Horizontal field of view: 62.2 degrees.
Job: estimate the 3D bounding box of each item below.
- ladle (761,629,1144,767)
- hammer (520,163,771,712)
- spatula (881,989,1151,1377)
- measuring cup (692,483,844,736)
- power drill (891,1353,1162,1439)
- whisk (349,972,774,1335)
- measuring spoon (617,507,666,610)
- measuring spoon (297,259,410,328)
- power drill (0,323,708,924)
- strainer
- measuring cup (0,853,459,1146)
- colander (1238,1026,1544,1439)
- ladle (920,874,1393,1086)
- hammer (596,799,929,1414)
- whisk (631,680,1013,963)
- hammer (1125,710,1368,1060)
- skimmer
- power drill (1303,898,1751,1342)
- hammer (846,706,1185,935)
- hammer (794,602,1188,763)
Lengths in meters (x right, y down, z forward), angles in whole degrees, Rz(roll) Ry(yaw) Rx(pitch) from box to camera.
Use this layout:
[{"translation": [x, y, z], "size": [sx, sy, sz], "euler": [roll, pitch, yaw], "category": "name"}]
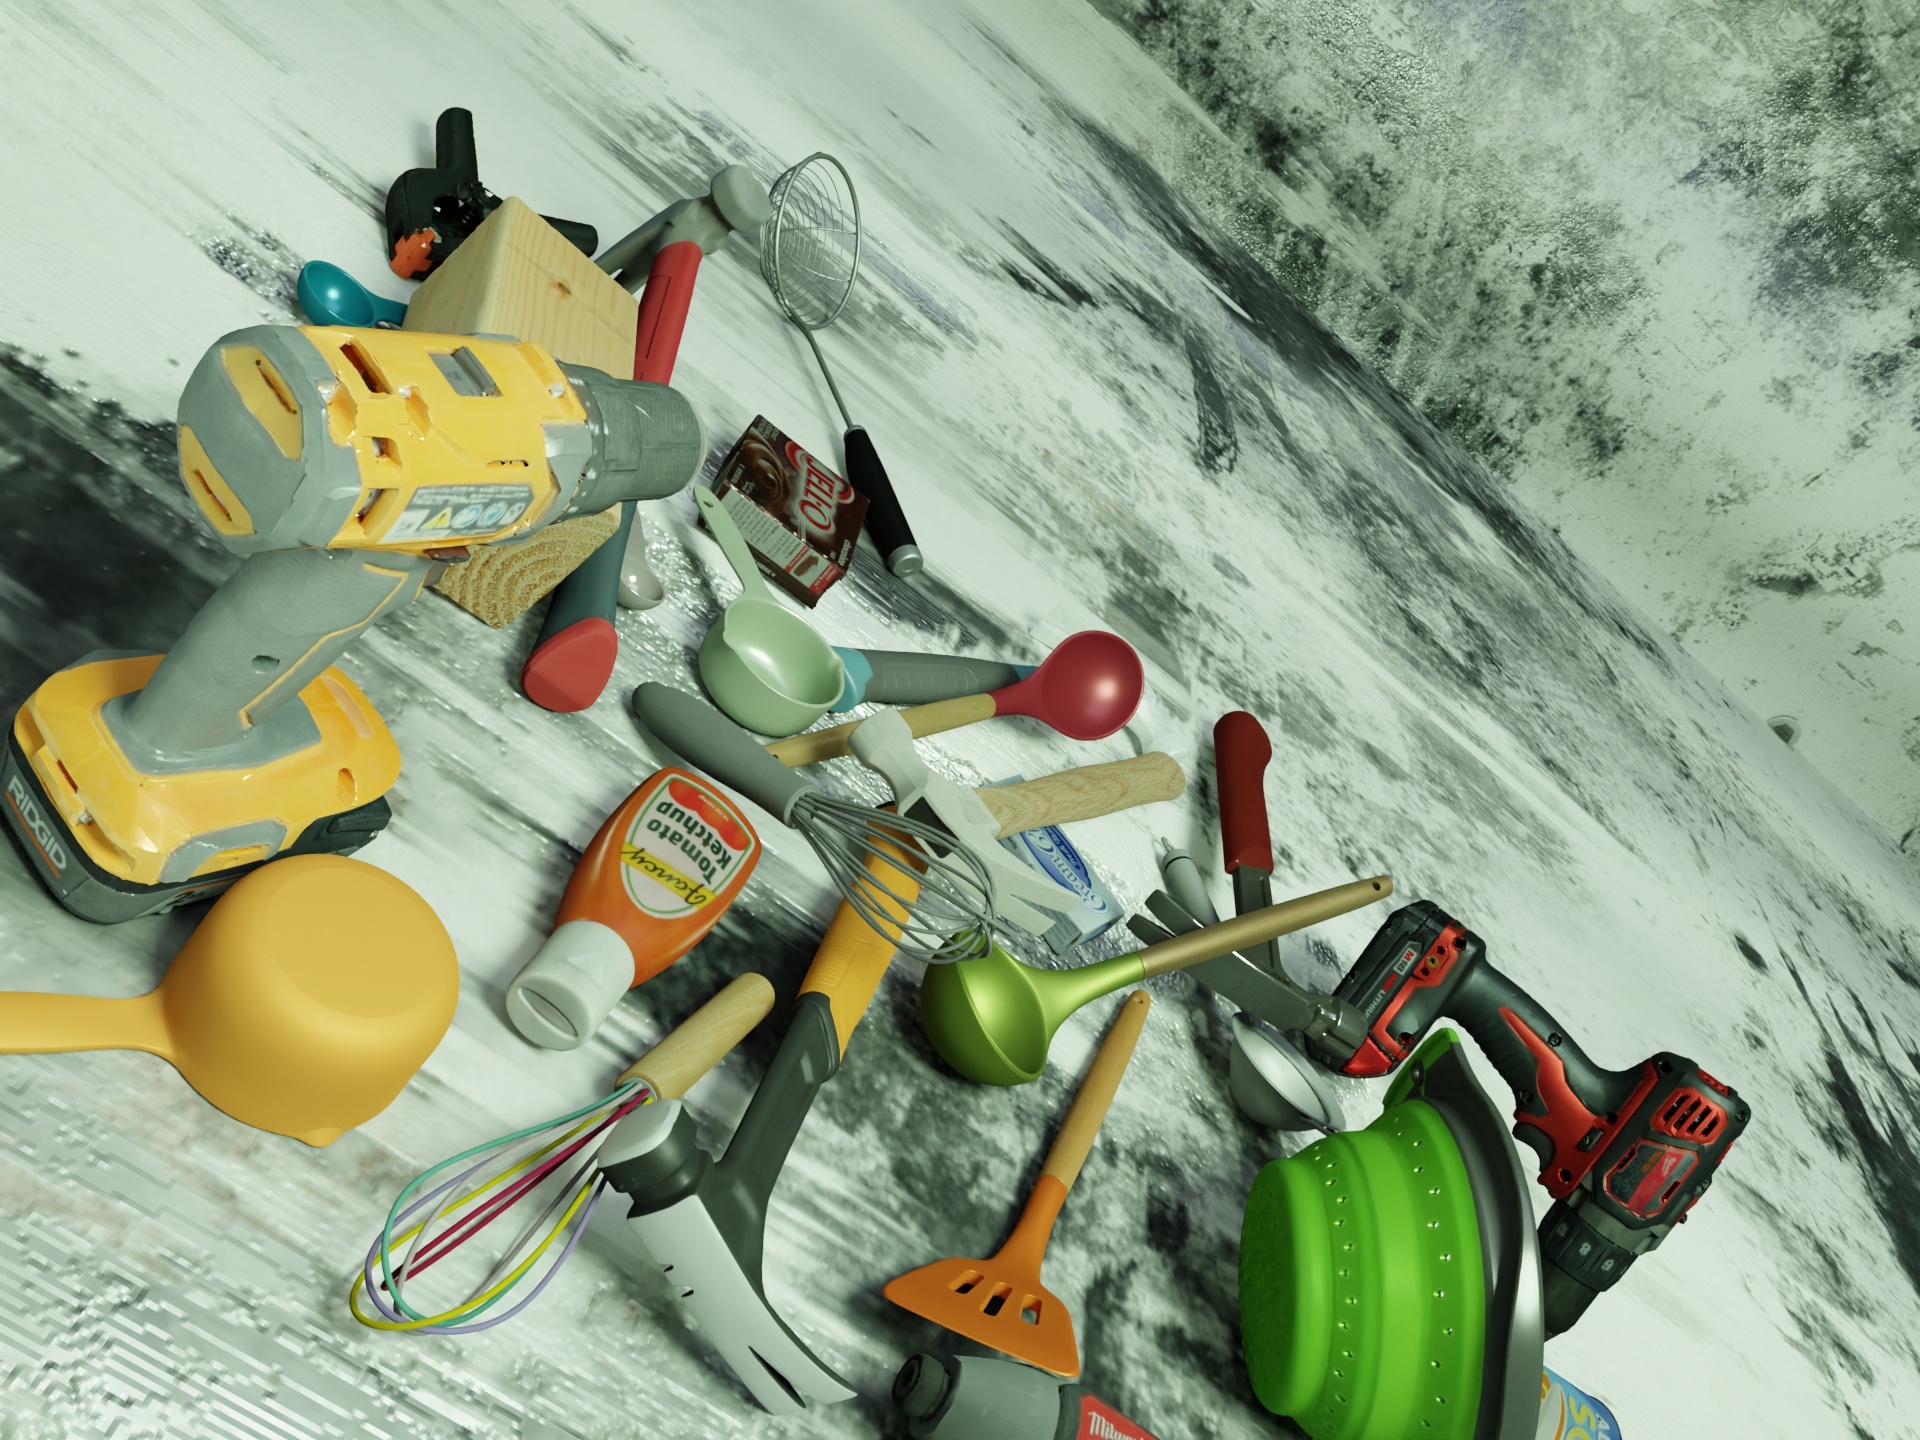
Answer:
[{"translation": [-0.001, -0.003, 0.907], "size": [0.315, 0.031, 0.069], "euler": [-13, 100, -46], "category": "ladle"}, {"translation": [-0.188, -0.154, 0.855], "size": [0.038, 0.143, 0.387], "euler": [43, 36, -37], "category": "hammer"}, {"translation": [0.052, 0.198, 0.743], "size": [0.081, 0.041, 0.323], "euler": [19, 23, 13], "category": "spatula"}, {"translation": [-0.121, -0.060, 0.861], "size": [0.083, 0.038, 0.168], "euler": [10, 42, -47], "category": "measuring cup"}, {"translation": [0.025, 0.318, 0.522], "size": [0.143, 0.078, 0.220], "euler": [38, 26, -13], "category": "power drill"}, {"translation": [-0.132, 0.146, 0.578], "size": [0.051, 0.047, 0.245], "euler": [58, 24, -2], "category": "whisk"}, {"translation": [-0.183, -0.097, 0.857], "size": [0.034, 0.018, 0.124], "euler": [31, 24, -37], "category": "measuring spoon"}, {"translation": [-0.301, -0.209, 0.848], "size": [0.128, 0.021, 0.042], "euler": [7, 52, -61], "category": "measuring spoon"}, {"translation": [-0.196, -0.039, 0.534], "size": [0.084, 0.226, 0.185], "euler": [52, 29, 12], "category": "power drill"}, {"translation": [0.162, 0.160, 0.941], "size": [0.086, 0.050, 0.259], "euler": [32, 25, -35], "category": "strainer"}, {"translation": [-0.240, 0.082, 0.501], "size": [0.173, 0.052, 0.095], "euler": [12, 43, -48], "category": "measuring cup"}, {"translation": [0.180, 0.329, 0.685], "size": [0.094, 0.204, 0.397], "euler": [5, 55, -2], "category": "colander"}, {"translation": [0.117, 0.116, 0.819], "size": [0.320, 0.062, 0.078], "euler": [-11, 68, -32], "category": "ladle"}, {"translation": [-0.052, 0.129, 0.684], "size": [0.127, 0.034, 0.337], "euler": [61, 20, -16], "category": "hammer"}, {"translation": [-0.070, 0.038, 0.715], "size": [0.239, 0.055, 0.055], "euler": [31, 19, 32], "category": "whisk"}, {"translation": [0.178, 0.075, 1.033], "size": [0.149, 0.036, 0.359], "euler": [33, 24, -8], "category": "hammer"}, {"translation": [-0.067, -0.256, 1.131], "size": [0.127, 0.090, 0.364], "euler": [59, 7, -58], "category": "skimmer"}, {"translation": [0.316, 0.234, 0.943], "size": [0.227, 0.188, 0.080], "euler": [36, 10, 20], "category": "power drill"}, {"translation": [0.061, 0.046, 0.911], "size": [0.130, 0.031, 0.331], "euler": [53, 23, 16], "category": "hammer"}, {"translation": [0.023, -0.023, 1.003], "size": [0.330, 0.033, 0.128], "euler": [1, 51, -52], "category": "hammer"}]
